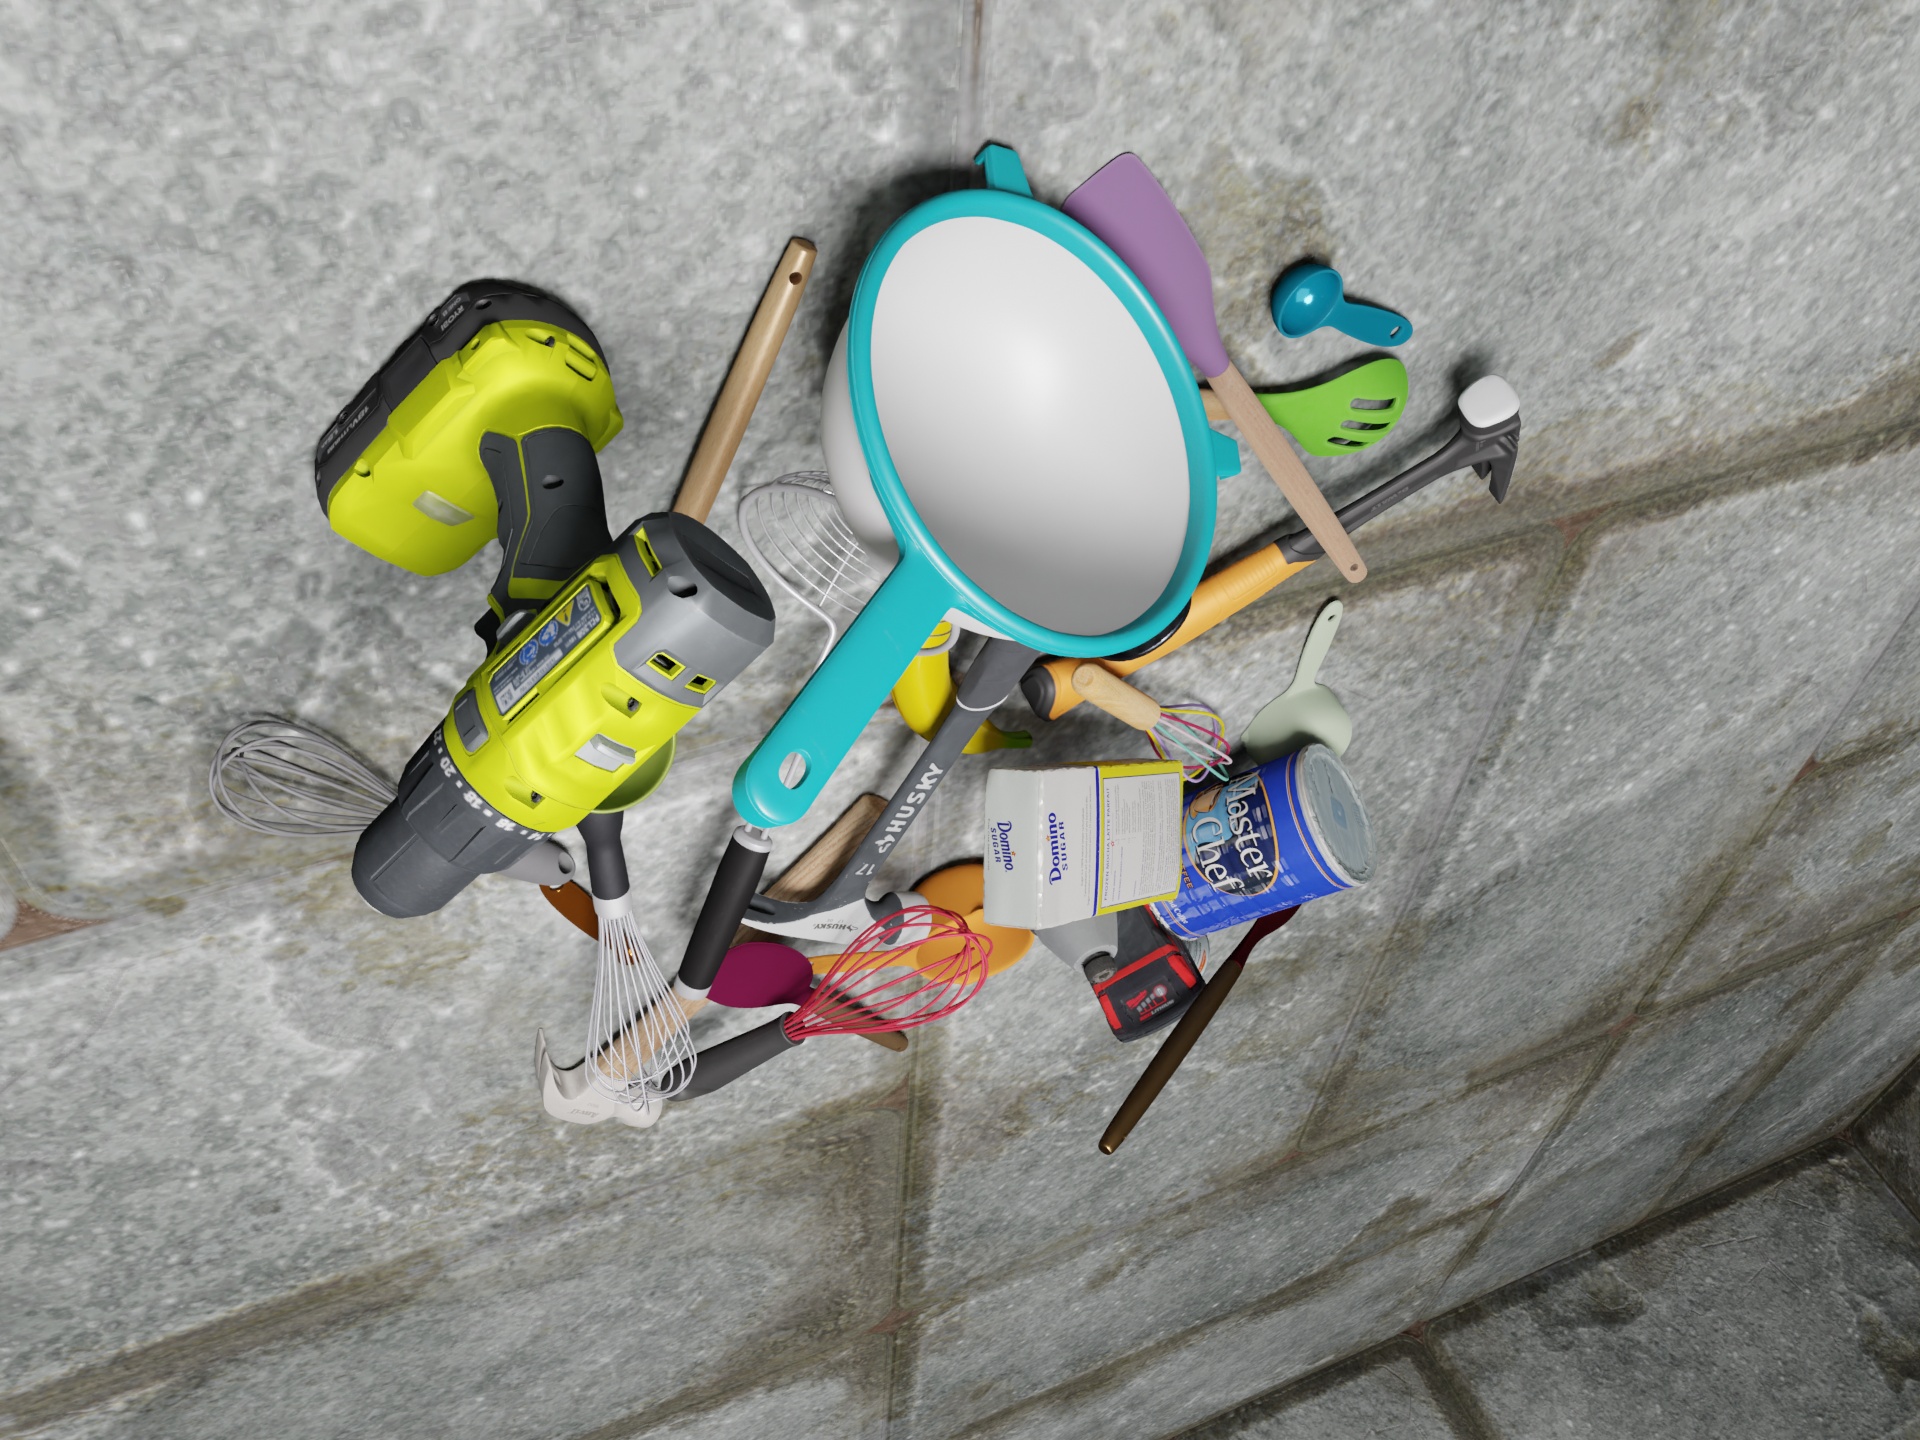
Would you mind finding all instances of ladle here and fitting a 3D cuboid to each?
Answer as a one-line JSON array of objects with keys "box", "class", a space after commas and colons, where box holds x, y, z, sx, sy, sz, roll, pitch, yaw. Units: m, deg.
[{"box": [0.183, 0.193, 1.145, 0.315, 0.031, 0.069, -46, 142, -37], "class": "ladle"}, {"box": [-0.135, -0.084, 0.776, 0.078, 0.062, 0.320, 12, 125, -28], "class": "ladle"}]

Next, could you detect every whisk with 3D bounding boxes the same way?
[{"box": [0.125, 0.004, 1.026, 0.047, 0.051, 0.244, -28, 157, 19], "class": "whisk"}, {"box": [-0.096, 0.192, 1.031, 0.296, 0.073, 0.073, -31, 147, 31], "class": "whisk"}, {"box": [-0.290, 0.054, 0.841, 0.055, 0.055, 0.238, -40, 146, 14], "class": "whisk"}, {"box": [-0.205, 0.131, 0.951, 0.070, 0.070, 0.284, -15, 127, -19], "class": "whisk"}]

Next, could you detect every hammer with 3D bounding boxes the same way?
[{"box": [-0.001, -0.003, 0.911, 0.149, 0.036, 0.408, 6, 133, -34], "class": "hammer"}, {"box": [0.190, -0.093, 0.986, 0.337, 0.034, 0.127, -30, 158, 6], "class": "hammer"}, {"box": [-0.164, 0.165, 1.065, 0.331, 0.031, 0.130, -44, 142, 18], "class": "hammer"}]

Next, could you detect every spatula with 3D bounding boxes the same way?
[{"box": [0.147, -0.170, 0.849, 0.060, 0.018, 0.315, -37, 130, 12], "class": "spatula"}]

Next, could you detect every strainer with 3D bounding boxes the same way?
[{"box": [-0.017, -0.077, 0.684, 0.210, 0.340, 0.095, 48, 144, -20], "class": "strainer"}]

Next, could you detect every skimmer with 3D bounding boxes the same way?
[{"box": [-0.105, 0.029, 0.858, 0.363, 0.127, 0.090, -64, 174, 27], "class": "skimmer"}]

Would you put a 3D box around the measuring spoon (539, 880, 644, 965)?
[{"box": [-0.229, 0.122, 0.992, 0.021, 0.011, 0.116, -29, 140, 2], "class": "measuring spoon"}]

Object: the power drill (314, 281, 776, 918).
[{"box": [-0.185, -0.050, 0.633, 0.190, 0.229, 0.080, -41, 142, 14], "class": "power drill"}]

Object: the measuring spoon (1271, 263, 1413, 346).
[{"box": [0.210, -0.226, 0.876, 0.128, 0.021, 0.042, 0, 134, -46], "class": "measuring spoon"}]

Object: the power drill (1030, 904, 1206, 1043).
[{"box": [0.098, 0.145, 1.126, 0.078, 0.143, 0.219, -31, 146, 8], "class": "power drill"}]

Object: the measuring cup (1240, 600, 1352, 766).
[{"box": [0.252, -0.016, 1.124, 0.083, 0.038, 0.167, -16, 143, -18], "class": "measuring cup"}]

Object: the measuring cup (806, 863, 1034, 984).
[{"box": [-0.037, 0.144, 1.115, 0.173, 0.052, 0.095, -5, 140, -11], "class": "measuring cup"}]

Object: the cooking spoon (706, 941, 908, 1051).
[{"box": [-0.099, 0.201, 1.125, 0.069, 0.017, 0.318, -28, 152, 8], "class": "cooking spoon"}]

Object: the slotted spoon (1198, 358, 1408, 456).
[{"box": [0.128, -0.171, 0.872, 0.313, 0.031, 0.070, -5, 140, -28], "class": "slotted spoon"}]
